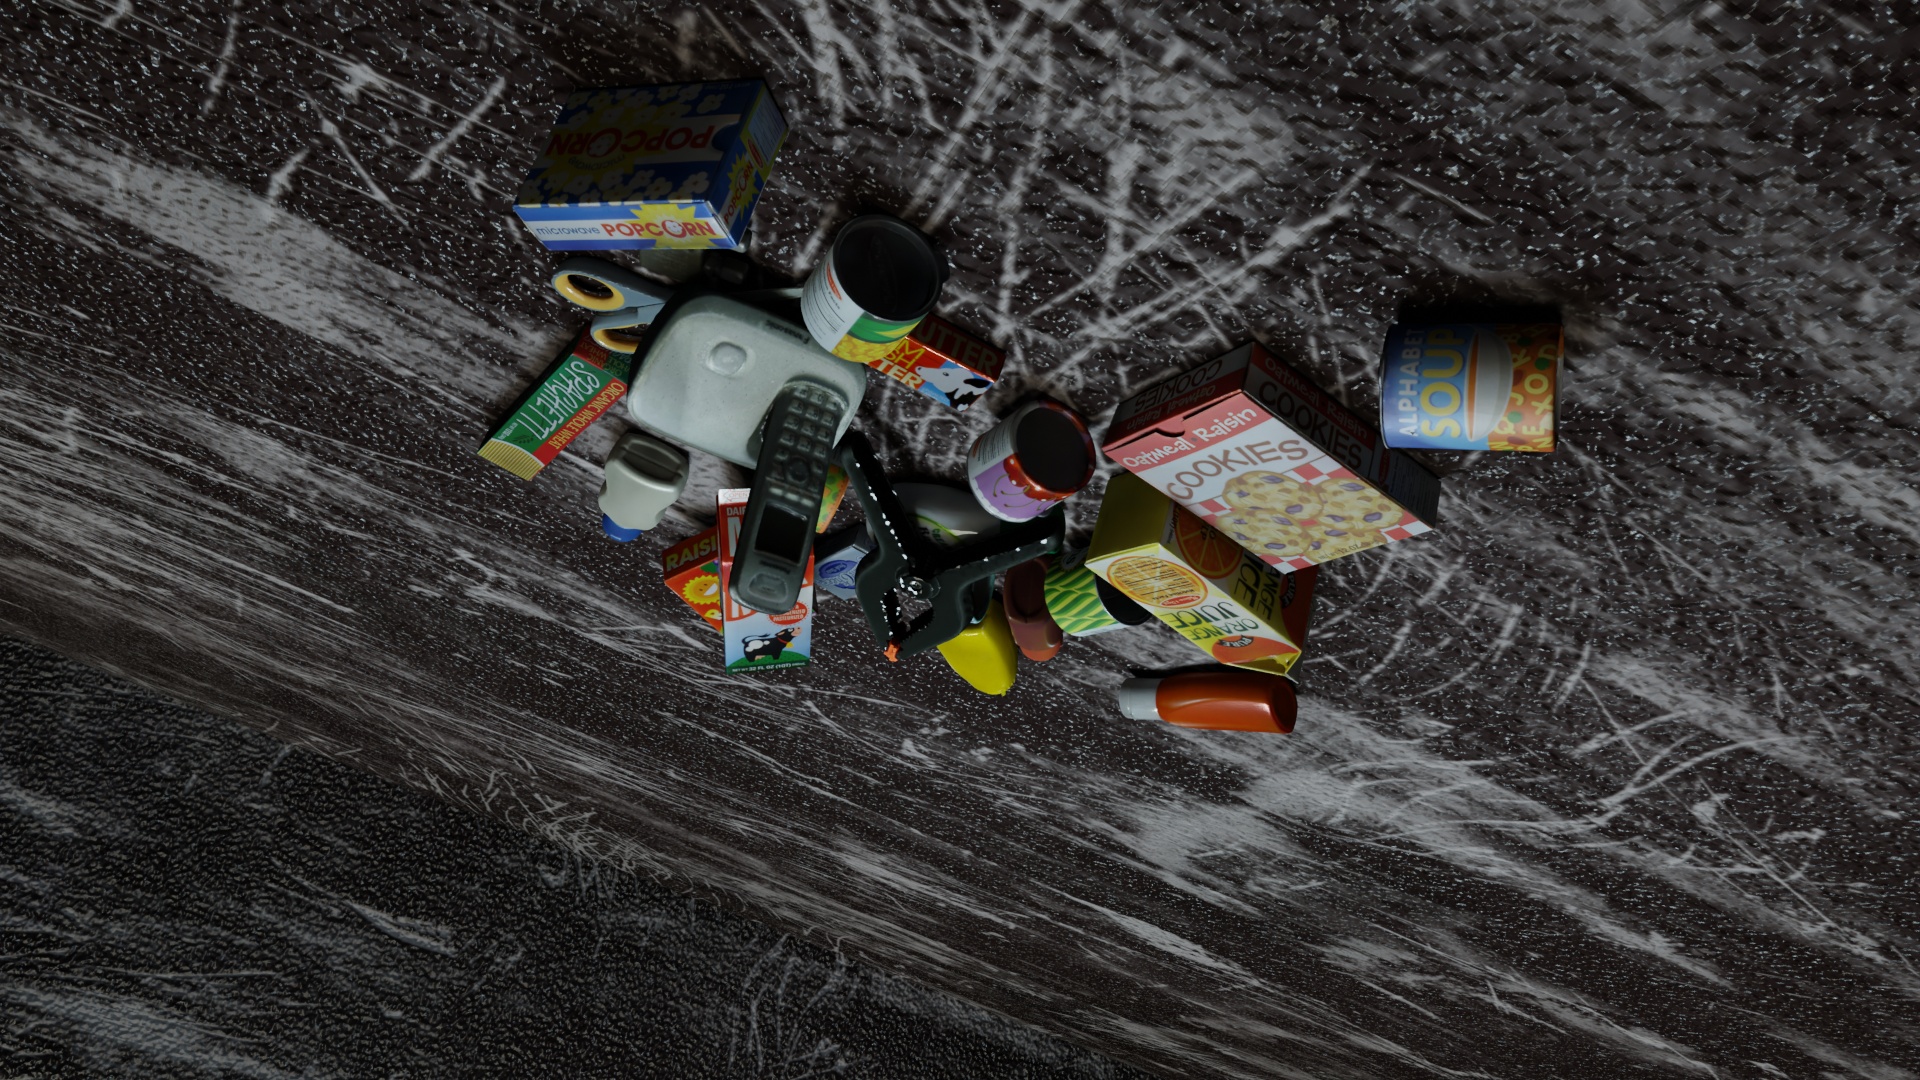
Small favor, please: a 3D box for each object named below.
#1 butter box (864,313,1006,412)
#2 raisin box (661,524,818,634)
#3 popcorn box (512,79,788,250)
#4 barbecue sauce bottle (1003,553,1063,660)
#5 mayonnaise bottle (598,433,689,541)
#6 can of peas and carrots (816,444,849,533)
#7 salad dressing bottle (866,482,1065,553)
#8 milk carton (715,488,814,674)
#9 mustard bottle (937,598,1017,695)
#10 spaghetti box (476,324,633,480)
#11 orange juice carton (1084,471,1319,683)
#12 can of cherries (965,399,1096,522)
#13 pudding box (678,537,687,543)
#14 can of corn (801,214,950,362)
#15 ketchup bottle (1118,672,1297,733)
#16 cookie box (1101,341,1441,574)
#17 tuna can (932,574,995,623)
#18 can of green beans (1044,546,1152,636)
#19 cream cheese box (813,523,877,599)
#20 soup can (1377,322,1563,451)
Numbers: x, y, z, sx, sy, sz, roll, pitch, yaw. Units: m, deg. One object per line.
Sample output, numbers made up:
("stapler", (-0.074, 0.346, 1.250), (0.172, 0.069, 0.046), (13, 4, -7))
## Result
("butter box", (-0.029, -0.120, 0.869), (0.103, 0.024, 0.053), (26, 153, -15))
("raisin box", (-0.191, 0.037, 1.216), (0.086, 0.040, 0.123), (-24, 140, 13))
("popcorn box", (-0.164, -0.198, 0.737), (0.127, 0.085, 0.038), (5, 151, 24))
("barbecue sauce bottle", (0.061, 0.061, 1.120), (0.044, 0.065, 0.148), (5, 160, 8))
("mayonnaise bottle", (-0.270, -0.039, 1.156), (0.065, 0.041, 0.147), (26, 153, -12))
("can of peas and carrots", (-0.116, -0.044, 1.019), (0.059, 0.071, 0.070), (23, 153, -11))
("salad dressing bottle", (0.004, -0.013, 1.031), (0.147, 0.044, 0.064), (3, 141, 27))
("milk carton", (-0.158, 0.022, 1.117), (0.072, 0.074, 0.189), (-4, 140, -12))
("mustard bottle", (0.020, 0.098, 1.228), (0.065, 0.049, 0.159), (8, 153, 19))
("spaghetti box", (-0.314, -0.102, 1.076), (0.050, 0.029, 0.249), (30, 151, -24))
("orange juice carton", (0.182, 0.027, 0.964), (0.192, 0.072, 0.073), (34, 149, -28))
("can of cherries", (0.048, -0.051, 0.908), (0.071, 0.072, 0.058), (28, 150, -19))
("pudding box", (-0.231, 0.033, 1.280), (0.050, 0.030, 0.083), (13, 153, 12))
("can of corn", (-0.049, -0.143, 0.795), (0.071, 0.071, 0.058), (26, 153, -16))
("ketchup bottle", (0.209, 0.138, 1.191), (0.148, 0.044, 0.064), (-3, 146, 36))
("cookie box", (0.191, -0.045, 0.858), (0.167, 0.040, 0.122), (31, 151, -24))
("tuna can", (0.004, 0.032, 1.091), (0.033, 0.071, 0.070), (9, 152, 16))
("can of green beans", (0.105, 0.035, 1.035), (0.071, 0.071, 0.057), (34, 150, -28))
("cream cheese box", (-0.092, 0.019, 1.173), (0.053, 0.024, 0.103), (30, 151, -24))
("soup can", (0.263, -0.080, 0.716), (0.084, 0.071, 0.071), (3, 150, 26))
